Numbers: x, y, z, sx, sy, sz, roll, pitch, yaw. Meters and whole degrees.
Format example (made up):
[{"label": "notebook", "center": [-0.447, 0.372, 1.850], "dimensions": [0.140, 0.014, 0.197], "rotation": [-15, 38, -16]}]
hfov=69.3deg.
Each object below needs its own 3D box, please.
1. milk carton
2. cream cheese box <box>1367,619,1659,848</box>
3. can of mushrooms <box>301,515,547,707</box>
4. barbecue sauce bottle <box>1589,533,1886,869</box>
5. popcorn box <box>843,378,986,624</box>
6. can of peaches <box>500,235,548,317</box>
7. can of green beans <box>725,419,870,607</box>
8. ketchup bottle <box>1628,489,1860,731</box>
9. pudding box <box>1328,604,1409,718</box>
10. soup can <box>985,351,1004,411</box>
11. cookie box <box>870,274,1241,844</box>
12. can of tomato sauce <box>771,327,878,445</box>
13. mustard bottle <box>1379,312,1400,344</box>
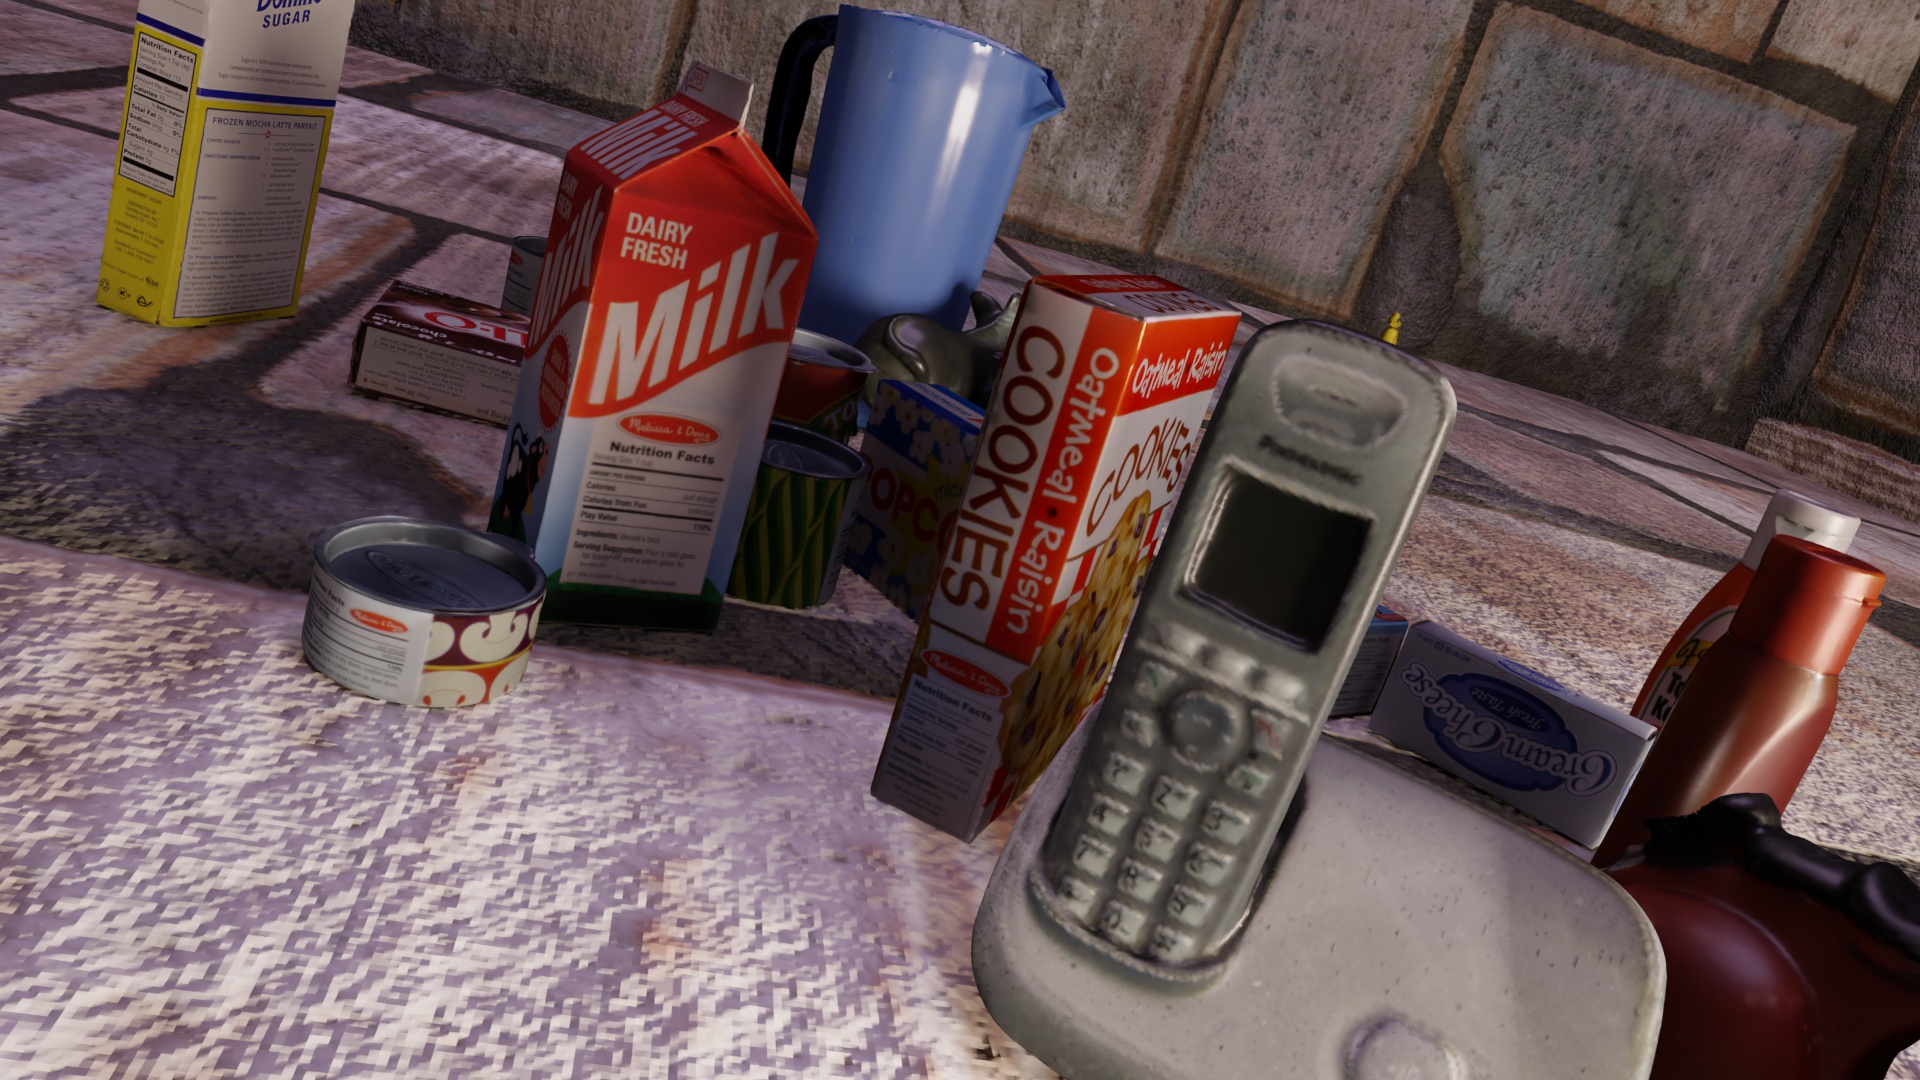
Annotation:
[{"label": "milk carton", "center": [-0.107, -0.070, 0.487], "dimensions": [0.073, 0.190, 0.072], "rotation": [7, 19, -32]}, {"label": "cream cheese box", "center": [0.230, 0.080, 0.586], "dimensions": [0.104, 0.053, 0.024], "rotation": [29, 20, 32]}, {"label": "can of mushrooms", "center": [-0.161, 0.020, 0.422], "dimensions": [0.071, 0.033, 0.071], "rotation": [16, 17, -5]}, {"label": "barbecue sauce bottle", "center": [0.275, 0.072, 0.493], "dimensions": [0.065, 0.148, 0.044], "rotation": [5, 20, -36]}, {"label": "popcorn box", "center": [0.002, -0.007, 0.580], "dimensions": [0.038, 0.085, 0.127], "rotation": [3, 22, -40]}, {"label": "can of peaches", "center": [-0.231, -0.140, 0.812], "dimensions": [0.071, 0.058, 0.071], "rotation": [16, 17, -5]}, {"label": "can of green beans", "center": [-0.076, -0.012, 0.565], "dimensions": [0.071, 0.057, 0.071], "rotation": [16, 17, -5]}, {"label": "ketchup bottle", "center": [0.368, 0.050, 0.651], "dimensions": [0.043, 0.148, 0.065], "rotation": [3, 22, -41]}, {"label": "pudding box", "center": [0.157, 0.051, 0.611], "dimensions": [0.084, 0.049, 0.030], "rotation": [2, 23, -41]}, {"label": "soup can", "center": [0.039, -0.053, 0.762], "dimensions": [0.071, 0.083, 0.071], "rotation": [16, 17, -5]}, {"label": "cookie box", "center": [0.034, -0.002, 0.454], "dimensions": [0.040, 0.166, 0.123], "rotation": [23, 17, 18]}, {"label": "can of tomato sauce", "center": [-0.082, -0.051, 0.639], "dimensions": [0.071, 0.082, 0.071], "rotation": [16, 17, -5]}, {"label": "mustard bottle", "center": [0.254, -0.070, 0.896], "dimensions": [0.065, 0.159, 0.049], "rotation": [15, 17, -7]}]
